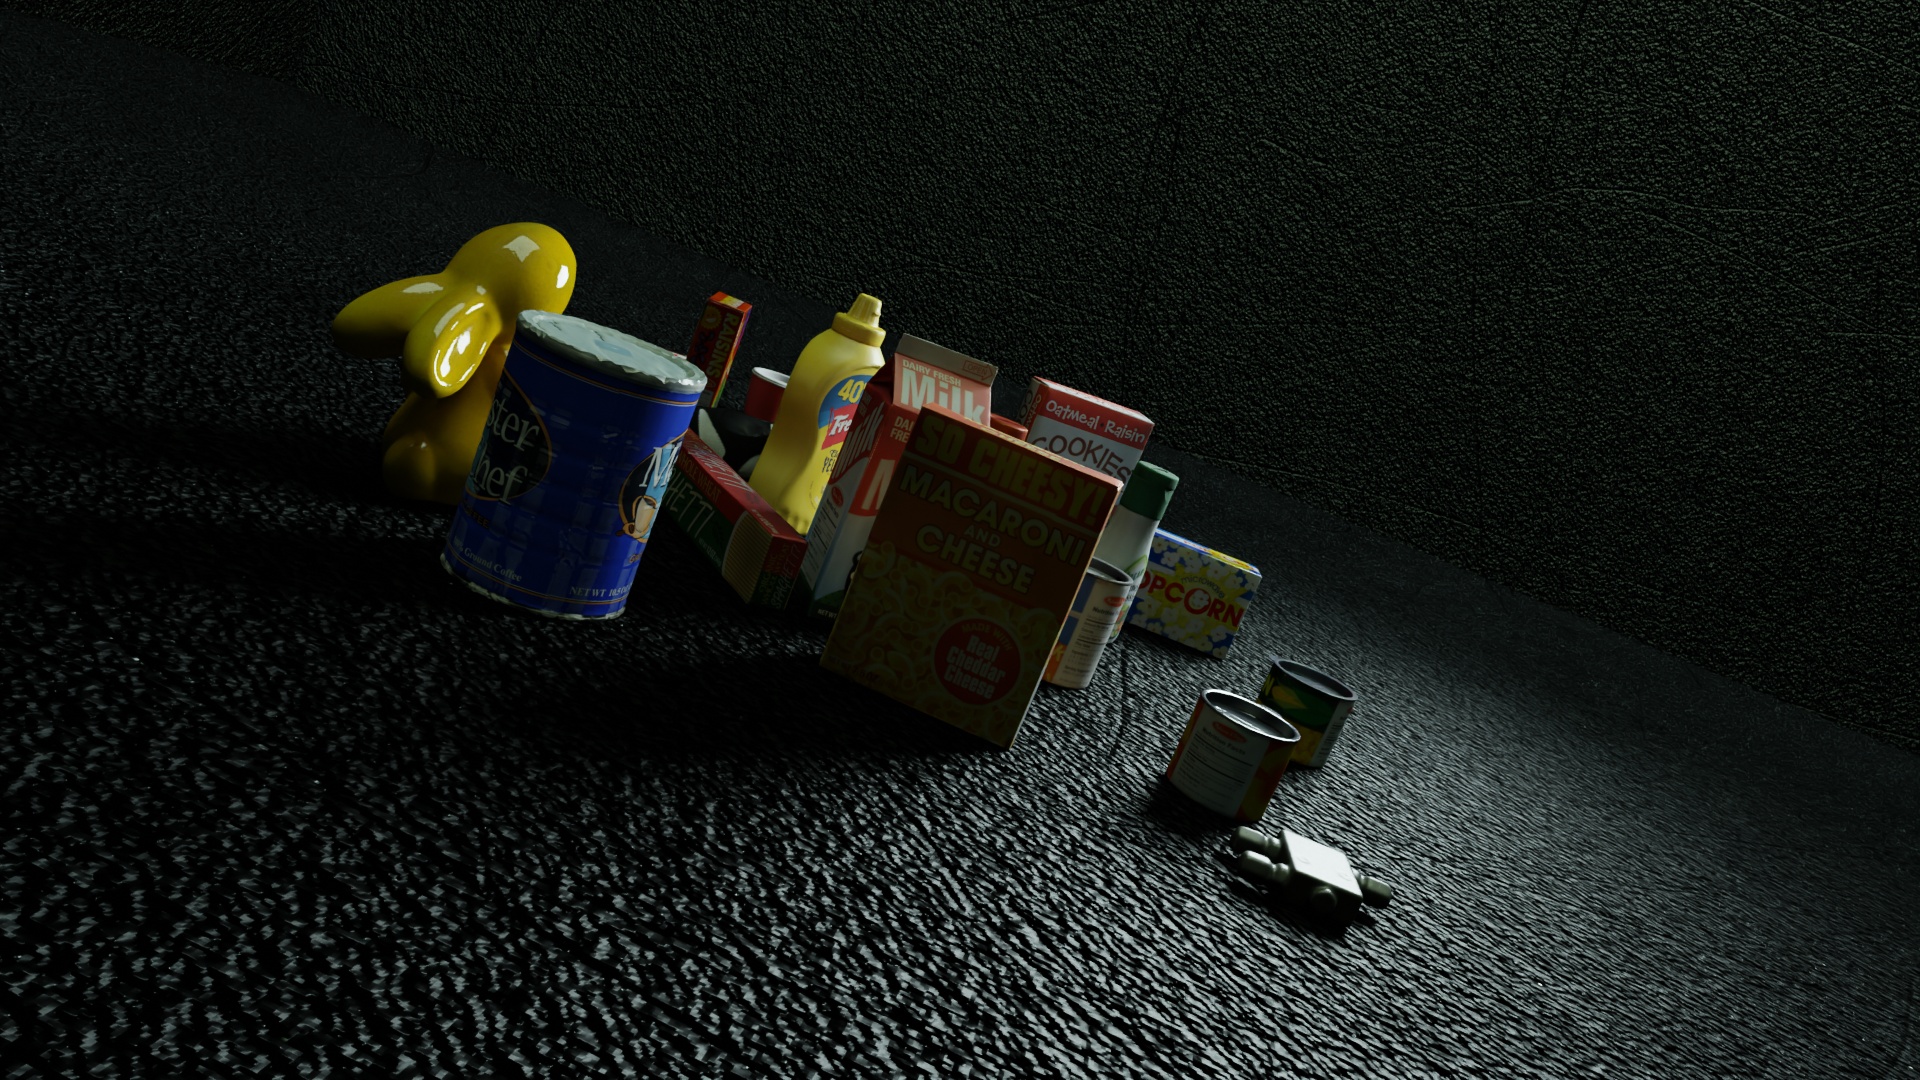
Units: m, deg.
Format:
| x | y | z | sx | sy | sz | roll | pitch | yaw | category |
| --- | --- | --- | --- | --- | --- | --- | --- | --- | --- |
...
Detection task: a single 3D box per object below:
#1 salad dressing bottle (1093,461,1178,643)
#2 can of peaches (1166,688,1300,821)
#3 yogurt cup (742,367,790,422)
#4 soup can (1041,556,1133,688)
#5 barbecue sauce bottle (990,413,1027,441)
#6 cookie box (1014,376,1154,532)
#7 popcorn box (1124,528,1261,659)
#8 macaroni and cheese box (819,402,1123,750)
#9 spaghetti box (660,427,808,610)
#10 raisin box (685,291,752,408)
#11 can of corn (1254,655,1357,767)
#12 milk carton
| x | y | z | sx | sy | sz | roll | pitch | yaw | category |
| --- | --- | --- | --- | --- | --- | --- | --- | --- | --- |
| 0.131 | 0.009 | 1.125 | 0.044 | 0.147 | 0.064 | 29 | 13 | 31 | salad dressing bottle |
| 0.170 | 0.133 | 0.862 | 0.071 | 0.058 | 0.071 | 21 | 11 | -4 | can of peaches |
| -0.195 | -0.145 | 1.458 | 0.072 | 0.053 | 0.072 | 21 | 11 | -4 | yogurt cup |
| 0.074 | 0.053 | 0.986 | 0.071 | 0.083 | 0.071 | 21 | 11 | -4 | soup can |
| 0.006 | -0.020 | 1.030 | 0.065 | 0.148 | 0.044 | 17 | 12 | -22 | barbecue sauce bottle |
| 0.094 | -0.057 | 1.307 | 0.123 | 0.167 | 0.040 | 16 | 13 | -28 | cookie box |
| 0.194 | 0.043 | 1.243 | 0.127 | 0.085 | 0.038 | 22 | 11 | -1 | popcorn box |
| 0.006 | 0.019 | 0.807 | 0.124 | 0.166 | 0.040 | 23 | 11 | 6 | macaroni and cheese box |
| -0.173 | -0.024 | 0.967 | 0.029 | 0.050 | 0.250 | 14 | 14 | -35 | spaghetti box |
| -0.239 | -0.170 | 1.320 | 0.040 | 0.123 | 0.086 | 21 | 11 | -8 | raisin box |
| 0.250 | 0.127 | 1.034 | 0.071 | 0.058 | 0.071 | 21 | 11 | -4 | can of corn |
| -0.042 | -0.037 | 0.916 | 0.072 | 0.190 | 0.073 | 18 | 12 | -22 | milk carton |
